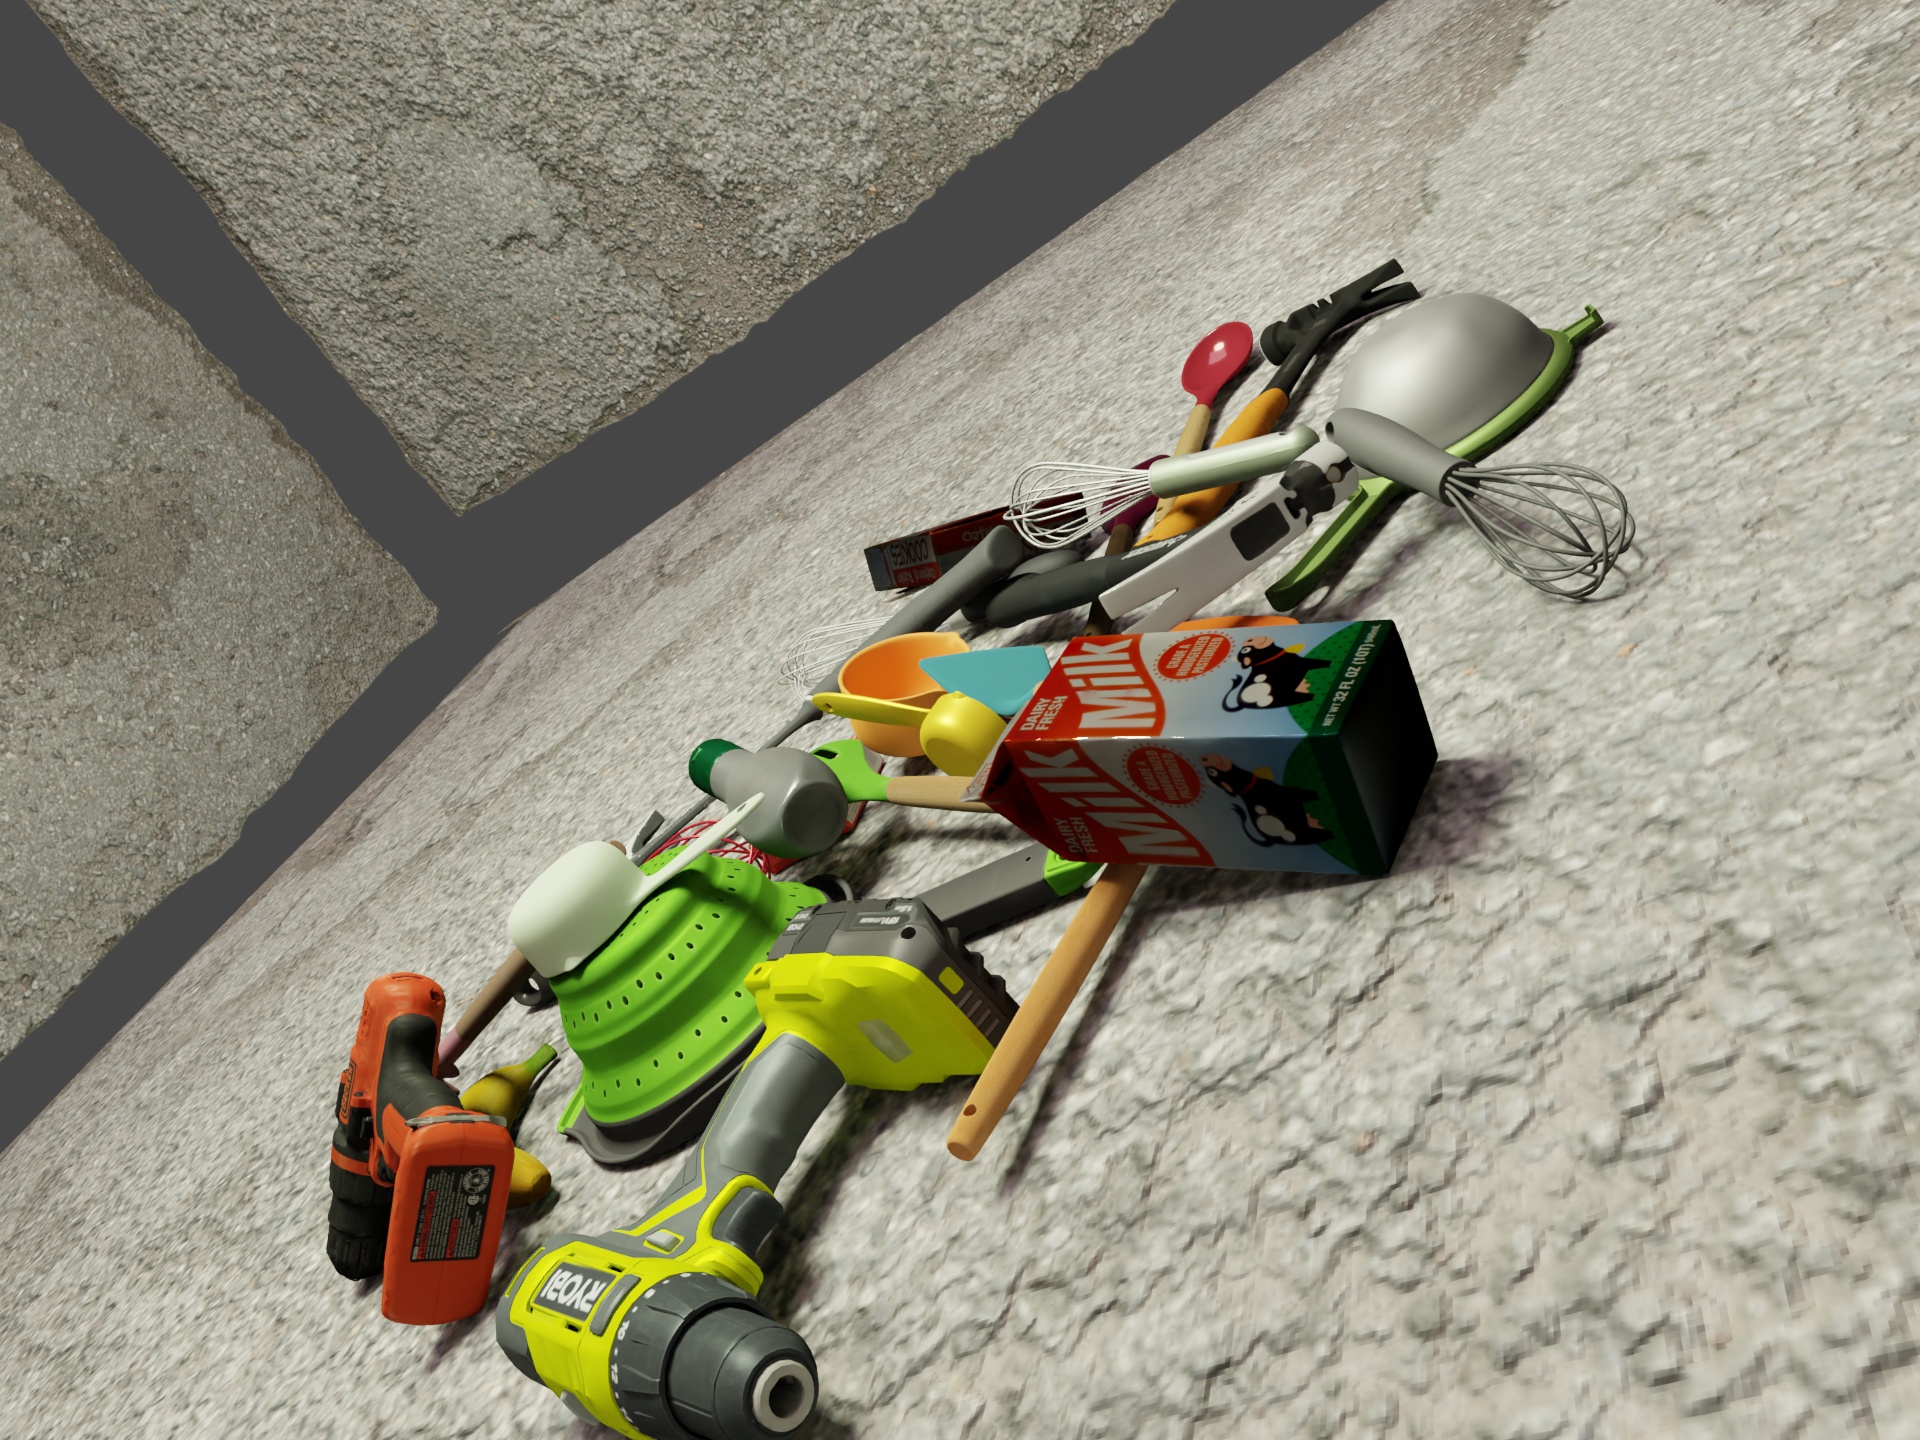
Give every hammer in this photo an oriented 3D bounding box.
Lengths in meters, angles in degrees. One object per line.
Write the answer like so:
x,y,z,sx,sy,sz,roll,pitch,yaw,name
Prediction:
0.086,-0.083,0.933,0.146,0.035,0.335,-37,10,-18,hammer
-0.114,0.001,1.136,0.409,0.036,0.149,-39,9,17,hammer
0.207,-0.205,1.094,0.127,0.034,0.337,-20,26,48,hammer

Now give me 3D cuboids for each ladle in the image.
0.179,-0.224,1.205,0.069,0.031,0.316,-27,23,33,ladle

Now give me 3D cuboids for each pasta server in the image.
-0.283,0.180,0.970,0.316,0.040,0.060,-47,-2,27,pasta server

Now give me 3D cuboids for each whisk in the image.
0.233,-0.115,0.751,0.055,0.055,0.239,-38,29,2,whisk
0.121,-0.152,1.010,0.246,0.059,0.058,-7,9,45,whisk
-0.222,0.139,1.066,0.296,0.073,0.073,-31,19,38,whisk
-0.025,-0.071,1.197,0.284,0.070,0.070,-20,25,32,whisk

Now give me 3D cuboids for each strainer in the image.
0.232,-0.162,0.885,0.256,0.069,0.151,-46,19,-26,strainer

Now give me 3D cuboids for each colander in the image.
-0.097,0.105,0.839,0.397,0.094,0.205,-27,21,32,colander

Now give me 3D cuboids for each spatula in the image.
0.069,0.059,0.700,0.081,0.041,0.323,-2,35,35,spatula
0.050,-0.026,0.860,0.082,0.044,0.317,-7,0,-13,spatula

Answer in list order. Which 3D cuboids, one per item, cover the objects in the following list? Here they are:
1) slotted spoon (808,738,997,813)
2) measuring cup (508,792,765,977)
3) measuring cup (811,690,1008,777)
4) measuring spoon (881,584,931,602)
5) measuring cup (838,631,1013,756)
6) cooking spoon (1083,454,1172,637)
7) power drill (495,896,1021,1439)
-0.021,0.038,0.896,0.314,0.031,0.070,0,52,55,slotted spoon
-0.174,0.074,0.842,0.167,0.038,0.083,-35,18,20,measuring cup
-0.036,0.007,0.956,0.157,0.062,0.029,10,52,36,measuring cup
-0.026,-0.102,1.265,0.034,0.018,0.124,-11,9,32,measuring spoon
-0.002,-0.003,1.005,0.174,0.052,0.095,21,44,41,measuring cup
0.110,-0.120,1.101,0.069,0.017,0.319,-29,20,26,cooking spoon
-0.073,0.182,0.644,0.190,0.080,0.228,-14,33,52,power drill
